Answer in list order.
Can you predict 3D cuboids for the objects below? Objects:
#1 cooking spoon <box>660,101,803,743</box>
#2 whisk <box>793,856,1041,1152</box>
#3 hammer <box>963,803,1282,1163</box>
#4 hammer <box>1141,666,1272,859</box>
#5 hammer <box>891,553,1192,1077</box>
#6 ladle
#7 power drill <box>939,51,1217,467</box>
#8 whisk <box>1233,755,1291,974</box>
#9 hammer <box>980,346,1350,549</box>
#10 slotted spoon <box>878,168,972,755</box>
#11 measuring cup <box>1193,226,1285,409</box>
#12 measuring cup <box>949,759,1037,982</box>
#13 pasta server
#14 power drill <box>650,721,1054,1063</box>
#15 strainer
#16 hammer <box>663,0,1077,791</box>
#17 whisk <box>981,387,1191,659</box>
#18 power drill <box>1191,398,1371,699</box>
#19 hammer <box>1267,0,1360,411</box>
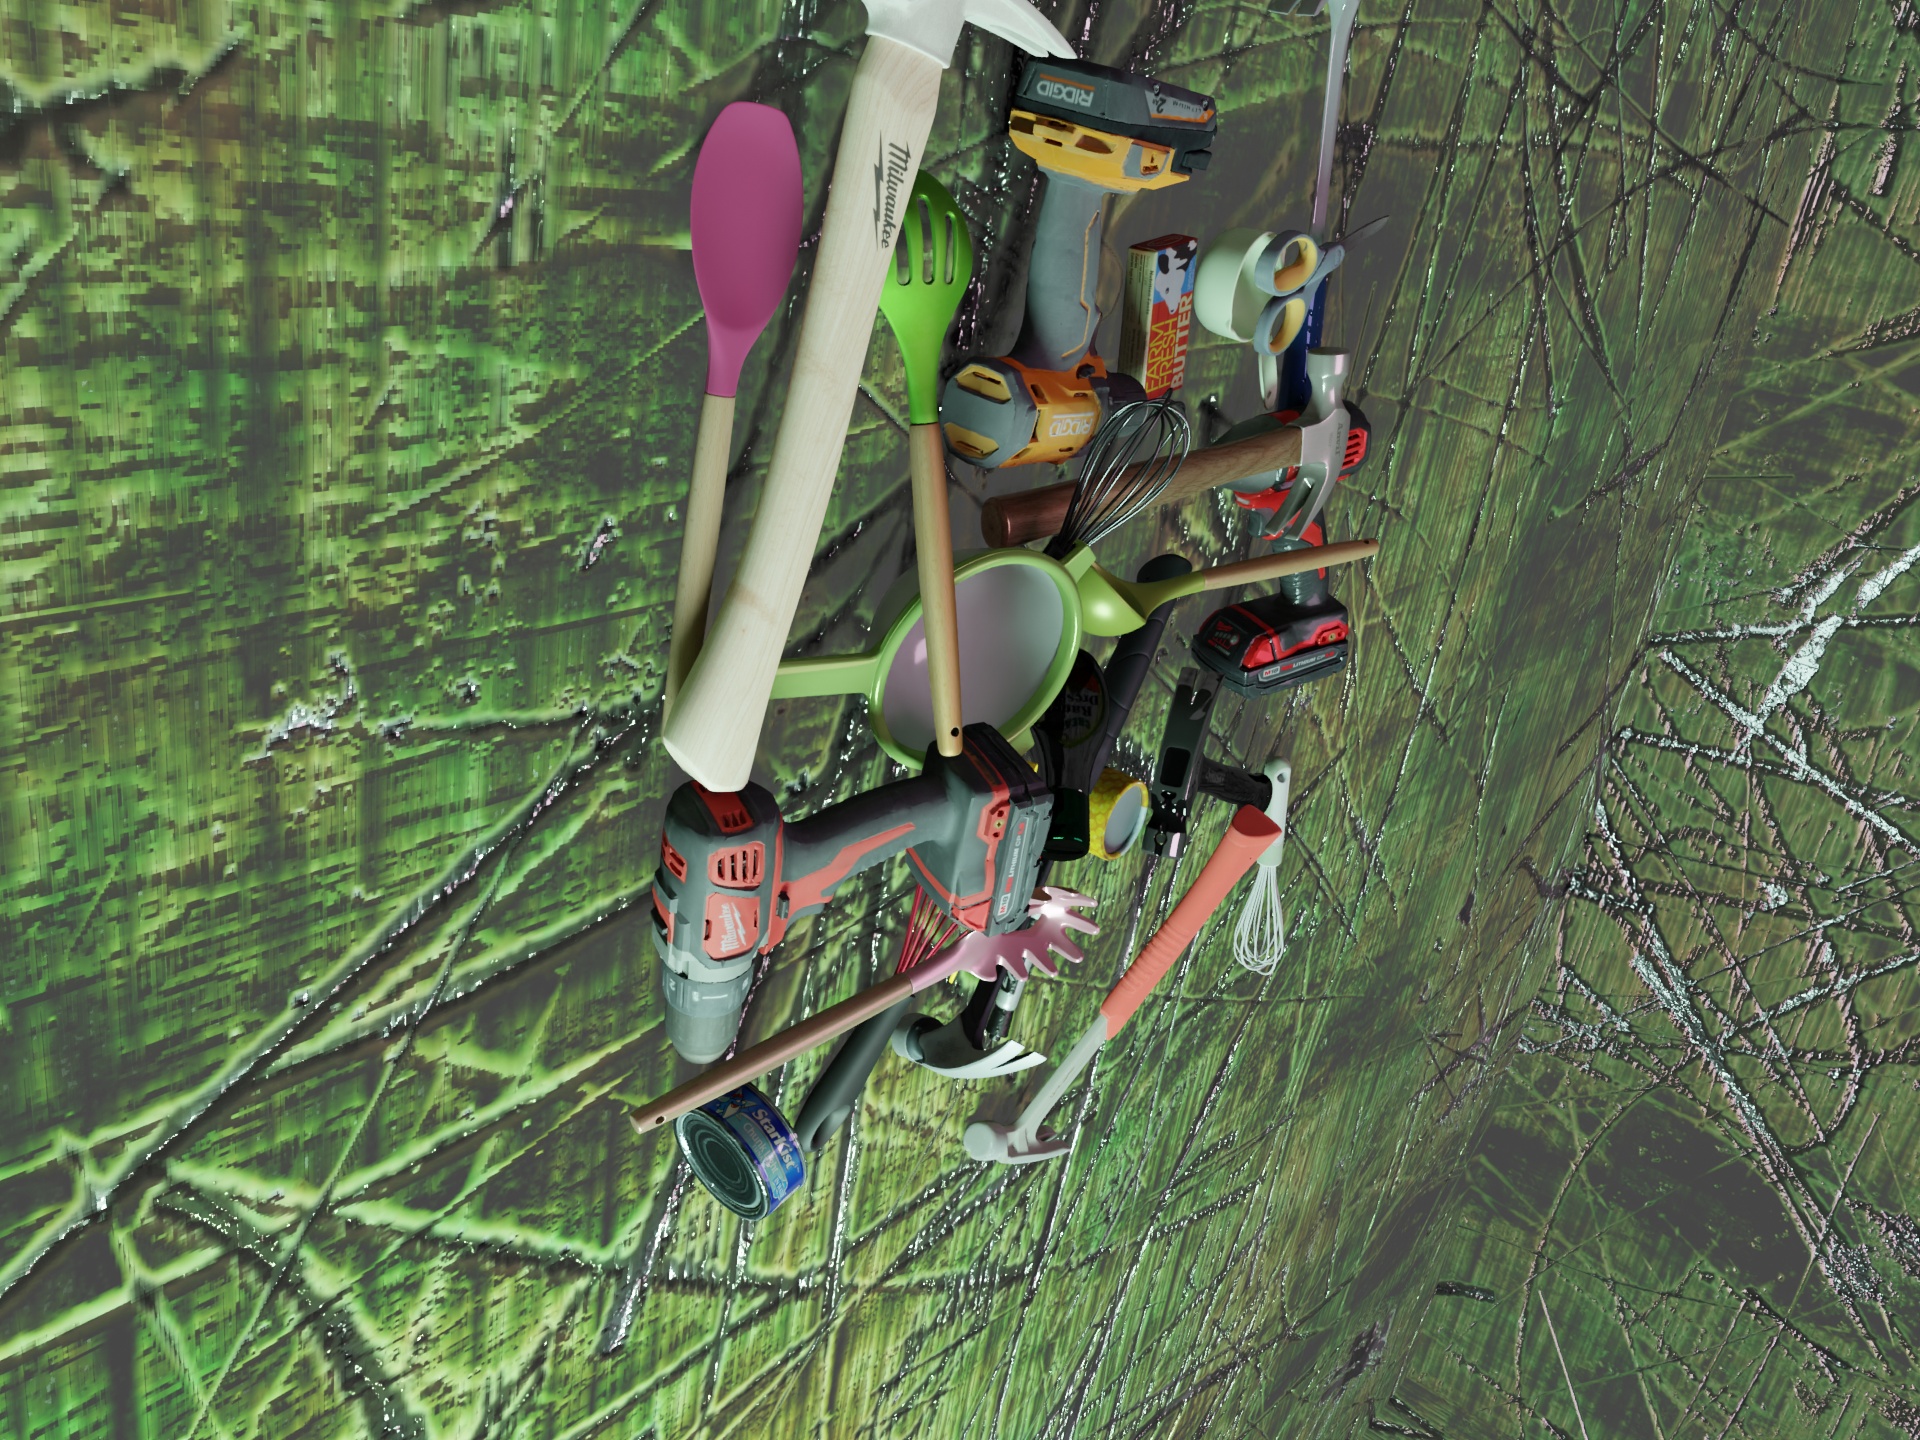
[{"bbox_3d":[-0.122,-0.135,0.780,0.068,0.017,0.318,-11,119,-48],"label":"cooking spoon"},{"bbox_3d":[-0.030,0.165,1.079,0.296,0.073,0.073,-58,148,-1],"label":"whisk"},{"bbox_3d":[0.144,0.221,1.304,0.359,0.037,0.149,-54,149,11],"label":"hammer"},{"bbox_3d":[0.220,0.046,1.342,0.334,0.035,0.146,15,86,-68],"label":"hammer"},{"bbox_3d":[0.076,0.062,1.126,0.036,0.149,0.409,32,74,-26],"label":"hammer"},{"bbox_3d":[0.195,-0.114,1.145,0.320,0.078,0.062,-13,141,-33],"label":"ladle"},{"bbox_3d":[0.079,-0.262,0.943,0.185,0.084,0.226,-17,128,-54],"label":"power drill"},{"bbox_3d":[0.304,0.145,1.571,0.057,0.059,0.246,-11,119,-21],"label":"whisk"},{"bbox_3d":[0.149,-0.164,1.083,0.331,0.031,0.130,-20,119,-33],"label":"hammer"},{"bbox_3d":[-0.015,-0.133,0.848,0.070,0.031,0.313,-12,106,-28],"label":"slotted spoon"},{"bbox_3d":[0.204,-0.285,1.153,0.083,0.038,0.167,-56,151,-18],"label":"measuring cup"},{"bbox_3d":[0.011,0.095,1.026,0.062,0.029,0.156,-40,151,-78],"label":"measuring cup"},{"bbox_3d":[-0.051,0.174,0.963,0.316,0.040,0.060,-23,124,-27],"label":"pasta server"},{"bbox_3d":[-0.070,0.101,0.914,0.226,0.080,0.187,-13,131,-30],"label":"power drill"},{"bbox_3d":[-0.047,-0.043,0.923,0.256,0.069,0.151,-7,126,-35],"label":"strainer"},{"bbox_3d":[-0.061,-0.159,0.781,0.146,0.038,0.410,6,107,-41],"label":"hammer"},{"bbox_3d":[0.065,-0.107,0.985,0.055,0.055,0.239,-12,145,-53],"label":"whisk"},{"bbox_3d":[0.244,-0.136,1.248,0.143,0.079,0.219,-16,123,-22],"label":"power drill"},{"bbox_3d":[0.262,-0.355,1.192,0.144,0.035,0.405,-34,136,-41],"label":"hammer"}]
